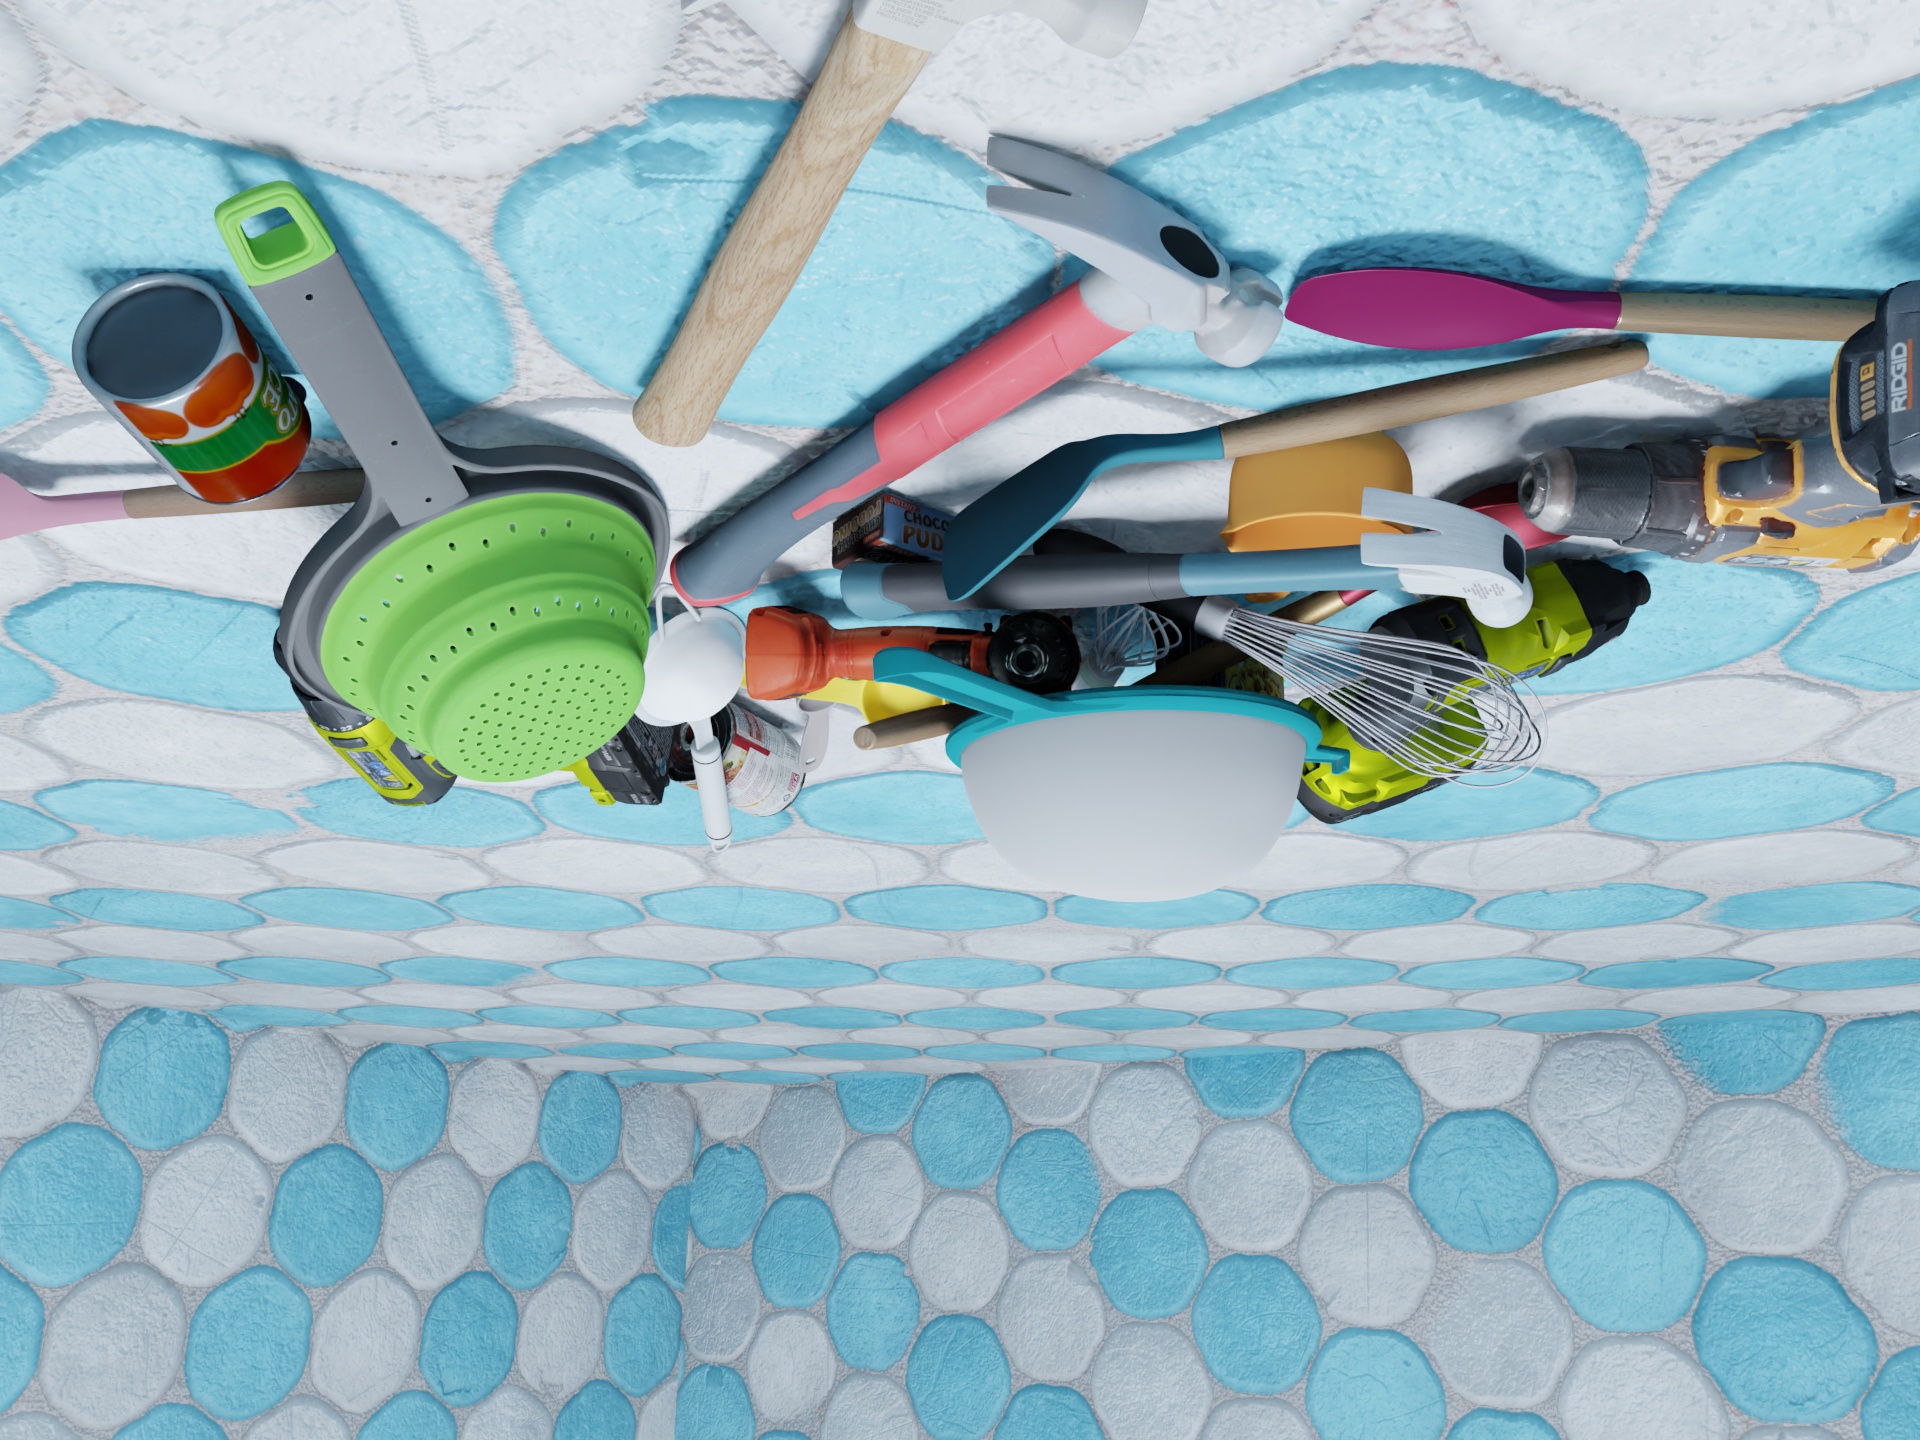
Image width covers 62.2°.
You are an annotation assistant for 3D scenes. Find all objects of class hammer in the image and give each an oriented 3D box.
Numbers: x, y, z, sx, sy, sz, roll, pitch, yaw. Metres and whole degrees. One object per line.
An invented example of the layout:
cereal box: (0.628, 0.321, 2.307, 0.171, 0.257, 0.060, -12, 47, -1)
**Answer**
hammer: (-0.069, -0.186, 0.595, 0.130, 0.031, 0.331, 9, 159, -23)
hammer: (-0.044, -0.133, 0.736, 0.143, 0.038, 0.386, 17, 155, -35)
hammer: (0.097, -0.069, 0.768, 0.331, 0.033, 0.128, -1, 168, 24)

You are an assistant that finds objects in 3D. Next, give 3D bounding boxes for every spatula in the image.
spatula: (-0.002, -0.003, 0.965, 0.060, 0.018, 0.316, -6, -177, 18)
spatula: (0.142, -0.119, 0.704, 0.317, 0.082, 0.044, -11, 122, 5)

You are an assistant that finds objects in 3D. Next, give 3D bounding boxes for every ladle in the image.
ladle: (0.191, -0.058, 0.880, 0.315, 0.031, 0.069, -27, 150, 34)

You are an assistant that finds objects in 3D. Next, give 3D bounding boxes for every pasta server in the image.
pasta server: (-0.397, -0.120, 0.814, 0.316, 0.040, 0.060, -4, 160, 3)

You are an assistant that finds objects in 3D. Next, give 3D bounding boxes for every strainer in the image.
strainer: (0.062, 0.040, 0.837, 0.211, 0.095, 0.340, -10, 164, 32)
strainer: (-0.164, 0.014, 1.033, 0.087, 0.050, 0.258, -33, 150, -24)

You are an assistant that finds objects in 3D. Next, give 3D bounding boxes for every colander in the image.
colander: (-0.231, -0.073, 0.735, 0.204, 0.095, 0.396, -27, 154, -10)

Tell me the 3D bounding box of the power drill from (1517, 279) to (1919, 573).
power drill: (0.365, -0.113, 0.678, 0.185, 0.084, 0.226, 3, 174, -4)

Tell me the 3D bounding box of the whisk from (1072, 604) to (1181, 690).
whisk: (0.091, -0.038, 0.982, 0.058, 0.059, 0.246, 41, 166, 5)

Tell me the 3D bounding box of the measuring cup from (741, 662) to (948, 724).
measuring cup: (-0.083, -0.025, 1.051, 0.156, 0.062, 0.029, 11, -161, 11)

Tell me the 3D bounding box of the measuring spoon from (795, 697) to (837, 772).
measuring spoon: (-0.104, 0.002, 1.118, 0.034, 0.018, 0.124, -15, 153, -18)

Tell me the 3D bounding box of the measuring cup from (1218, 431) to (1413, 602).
measuring cup: (0.170, -0.101, 0.802, 0.095, 0.052, 0.173, 5, 171, -2)

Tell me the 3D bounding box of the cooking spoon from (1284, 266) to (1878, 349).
cooking spoon: (0.292, -0.167, 0.651, 0.319, 0.017, 0.068, 2, 169, -2)

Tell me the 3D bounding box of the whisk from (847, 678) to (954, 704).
whisk: (0.028, 0.008, 1.127, 0.244, 0.047, 0.051, 17, 156, -31)

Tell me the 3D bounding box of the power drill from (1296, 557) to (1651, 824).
power drill: (0.293, -0.021, 0.950, 0.171, 0.080, 0.223, -17, 163, -16)

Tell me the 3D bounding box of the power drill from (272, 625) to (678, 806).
power drill: (-0.317, -0.007, 1.045, 0.228, 0.080, 0.190, 1, 150, 9)

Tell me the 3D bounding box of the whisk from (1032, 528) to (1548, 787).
whisk: (0.161, -0.040, 0.818, 0.285, 0.070, 0.070, 25, 169, 21)
